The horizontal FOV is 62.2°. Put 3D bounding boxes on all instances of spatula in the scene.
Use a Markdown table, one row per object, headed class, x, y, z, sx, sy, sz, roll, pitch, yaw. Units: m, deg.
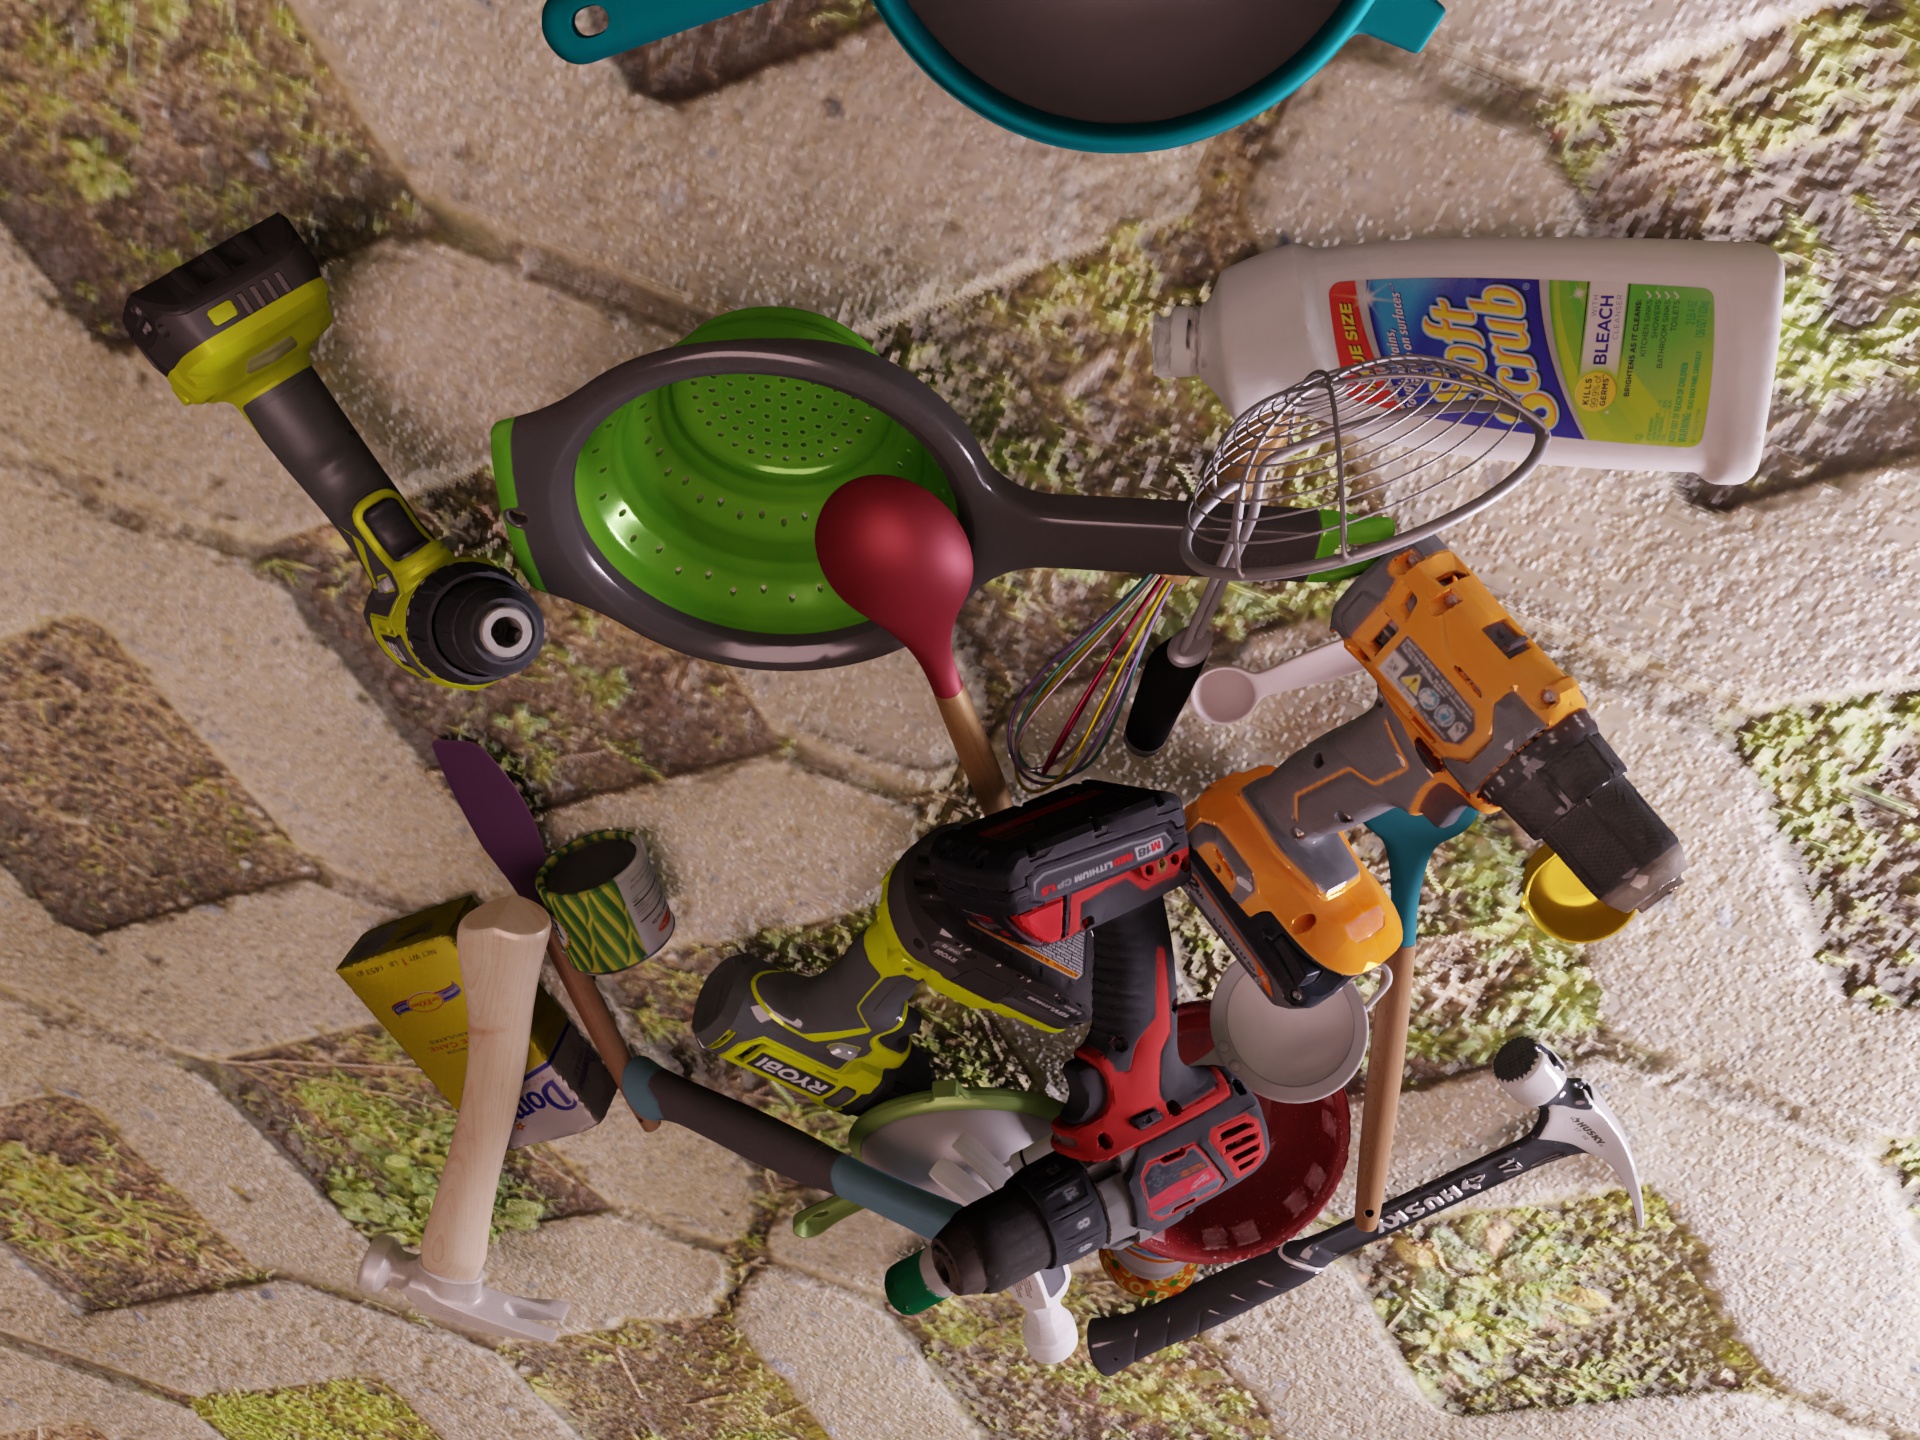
| class | x | y | z | sx | sy | sz | roll | pitch | yaw |
| --- | --- | --- | --- | --- | --- | --- | --- | --- | --- |
| spatula | 0.237 | 0.149 | 0.870 | 0.082 | 0.044 | 0.317 | 4 | 109 | 9 |
| spatula | -0.246 | 0.142 | 0.988 | 0.060 | 0.018 | 0.315 | 3 | 126 | 31 |

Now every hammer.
| class | x | y | z | sx | sy | sz | roll | pitch | yaw |
| --- | --- | --- | --- | --- | --- | --- | --- | --- | --- |
| hammer | -0.297 | 0.266 | 1.016 | 0.146 | 0.038 | 0.410 | 19 | 127 | -3 |
| hammer | -0.079 | 0.264 | 0.936 | 0.331 | 0.033 | 0.128 | 12 | 127 | 36 |
| hammer | 0.240 | 0.339 | 1.023 | 0.149 | 0.036 | 0.409 | 42 | 120 | -18 |

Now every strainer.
| class | x | y | z | sx | sy | sz | roll | pitch | yaw |
| --- | --- | --- | --- | --- | --- | --- | --- | --- | --- |
| strainer | -0.027 | 0.305 | 0.994 | 0.151 | 0.069 | 0.256 | 25 | 136 | -32 |
| strainer | 0.124 | 0.199 | 0.885 | 0.258 | 0.050 | 0.087 | -31 | 76 | 11 |
| strainer | 0.004 | -0.316 | 0.606 | 0.340 | 0.095 | 0.210 | -10 | 118 | 18 |

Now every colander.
| class | x | y | z | sx | sy | sz | roll | pitch | yaw |
| --- | --- | --- | --- | --- | --- | --- | --- | --- | --- |
| colander | -0.004 | -0.116 | 0.732 | 0.397 | 0.095 | 0.204 | 3 | 143 | -2 |

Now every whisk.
| class | x | y | z | sx | sy | sz | roll | pitch | yaw |
| --- | --- | --- | --- | --- | --- | --- | --- | --- | --- |
| whisk | 0.093 | -0.055 | 0.789 | 0.051 | 0.047 | 0.245 | 30 | 119 | -6 |

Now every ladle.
| class | x | y | z | sx | sy | sz | roll | pitch | yaw |
| --- | --- | --- | --- | --- | --- | --- | --- | --- | --- |
| ladle | -0.001 | -0.003 | 0.784 | 0.069 | 0.031 | 0.315 | -3 | 145 | 15 |

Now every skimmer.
| class | x | y | z | sx | sy | sz | roll | pitch | yaw |
| --- | --- | --- | --- | --- | --- | --- | --- | --- | --- |
| skimmer | 0.126 | -0.034 | 0.668 | 0.090 | 0.127 | 0.363 | 54 | 164 | 16 |

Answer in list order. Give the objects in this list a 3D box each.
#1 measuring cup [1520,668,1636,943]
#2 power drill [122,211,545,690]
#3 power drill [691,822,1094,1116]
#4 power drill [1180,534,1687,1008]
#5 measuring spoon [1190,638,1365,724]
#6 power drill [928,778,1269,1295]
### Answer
| class | x | y | z | sx | sy | sz | roll | pitch | yaw |
| --- | --- | --- | --- | --- | --- | --- | --- | --- | --- |
| measuring cup | 0.316 | 0.042 | 0.828 | 0.062 | 0.029 | 0.156 | -9 | 109 | 15 |
| power drill | -0.282 | -0.112 | 0.747 | 0.080 | 0.191 | 0.228 | -39 | 112 | -20 |
| power drill | -0.027 | 0.160 | 0.917 | 0.171 | 0.080 | 0.223 | 31 | 133 | -23 |
| power drill | 0.211 | 0.051 | 0.747 | 0.185 | 0.084 | 0.226 | 53 | 139 | 19 |
| measuring spoon | 0.177 | -0.030 | 0.810 | 0.124 | 0.018 | 0.034 | -18 | 118 | 13 |
| power drill | 0.052 | 0.160 | 0.789 | 0.188 | 0.080 | 0.226 | -19 | 102 | -26 |
